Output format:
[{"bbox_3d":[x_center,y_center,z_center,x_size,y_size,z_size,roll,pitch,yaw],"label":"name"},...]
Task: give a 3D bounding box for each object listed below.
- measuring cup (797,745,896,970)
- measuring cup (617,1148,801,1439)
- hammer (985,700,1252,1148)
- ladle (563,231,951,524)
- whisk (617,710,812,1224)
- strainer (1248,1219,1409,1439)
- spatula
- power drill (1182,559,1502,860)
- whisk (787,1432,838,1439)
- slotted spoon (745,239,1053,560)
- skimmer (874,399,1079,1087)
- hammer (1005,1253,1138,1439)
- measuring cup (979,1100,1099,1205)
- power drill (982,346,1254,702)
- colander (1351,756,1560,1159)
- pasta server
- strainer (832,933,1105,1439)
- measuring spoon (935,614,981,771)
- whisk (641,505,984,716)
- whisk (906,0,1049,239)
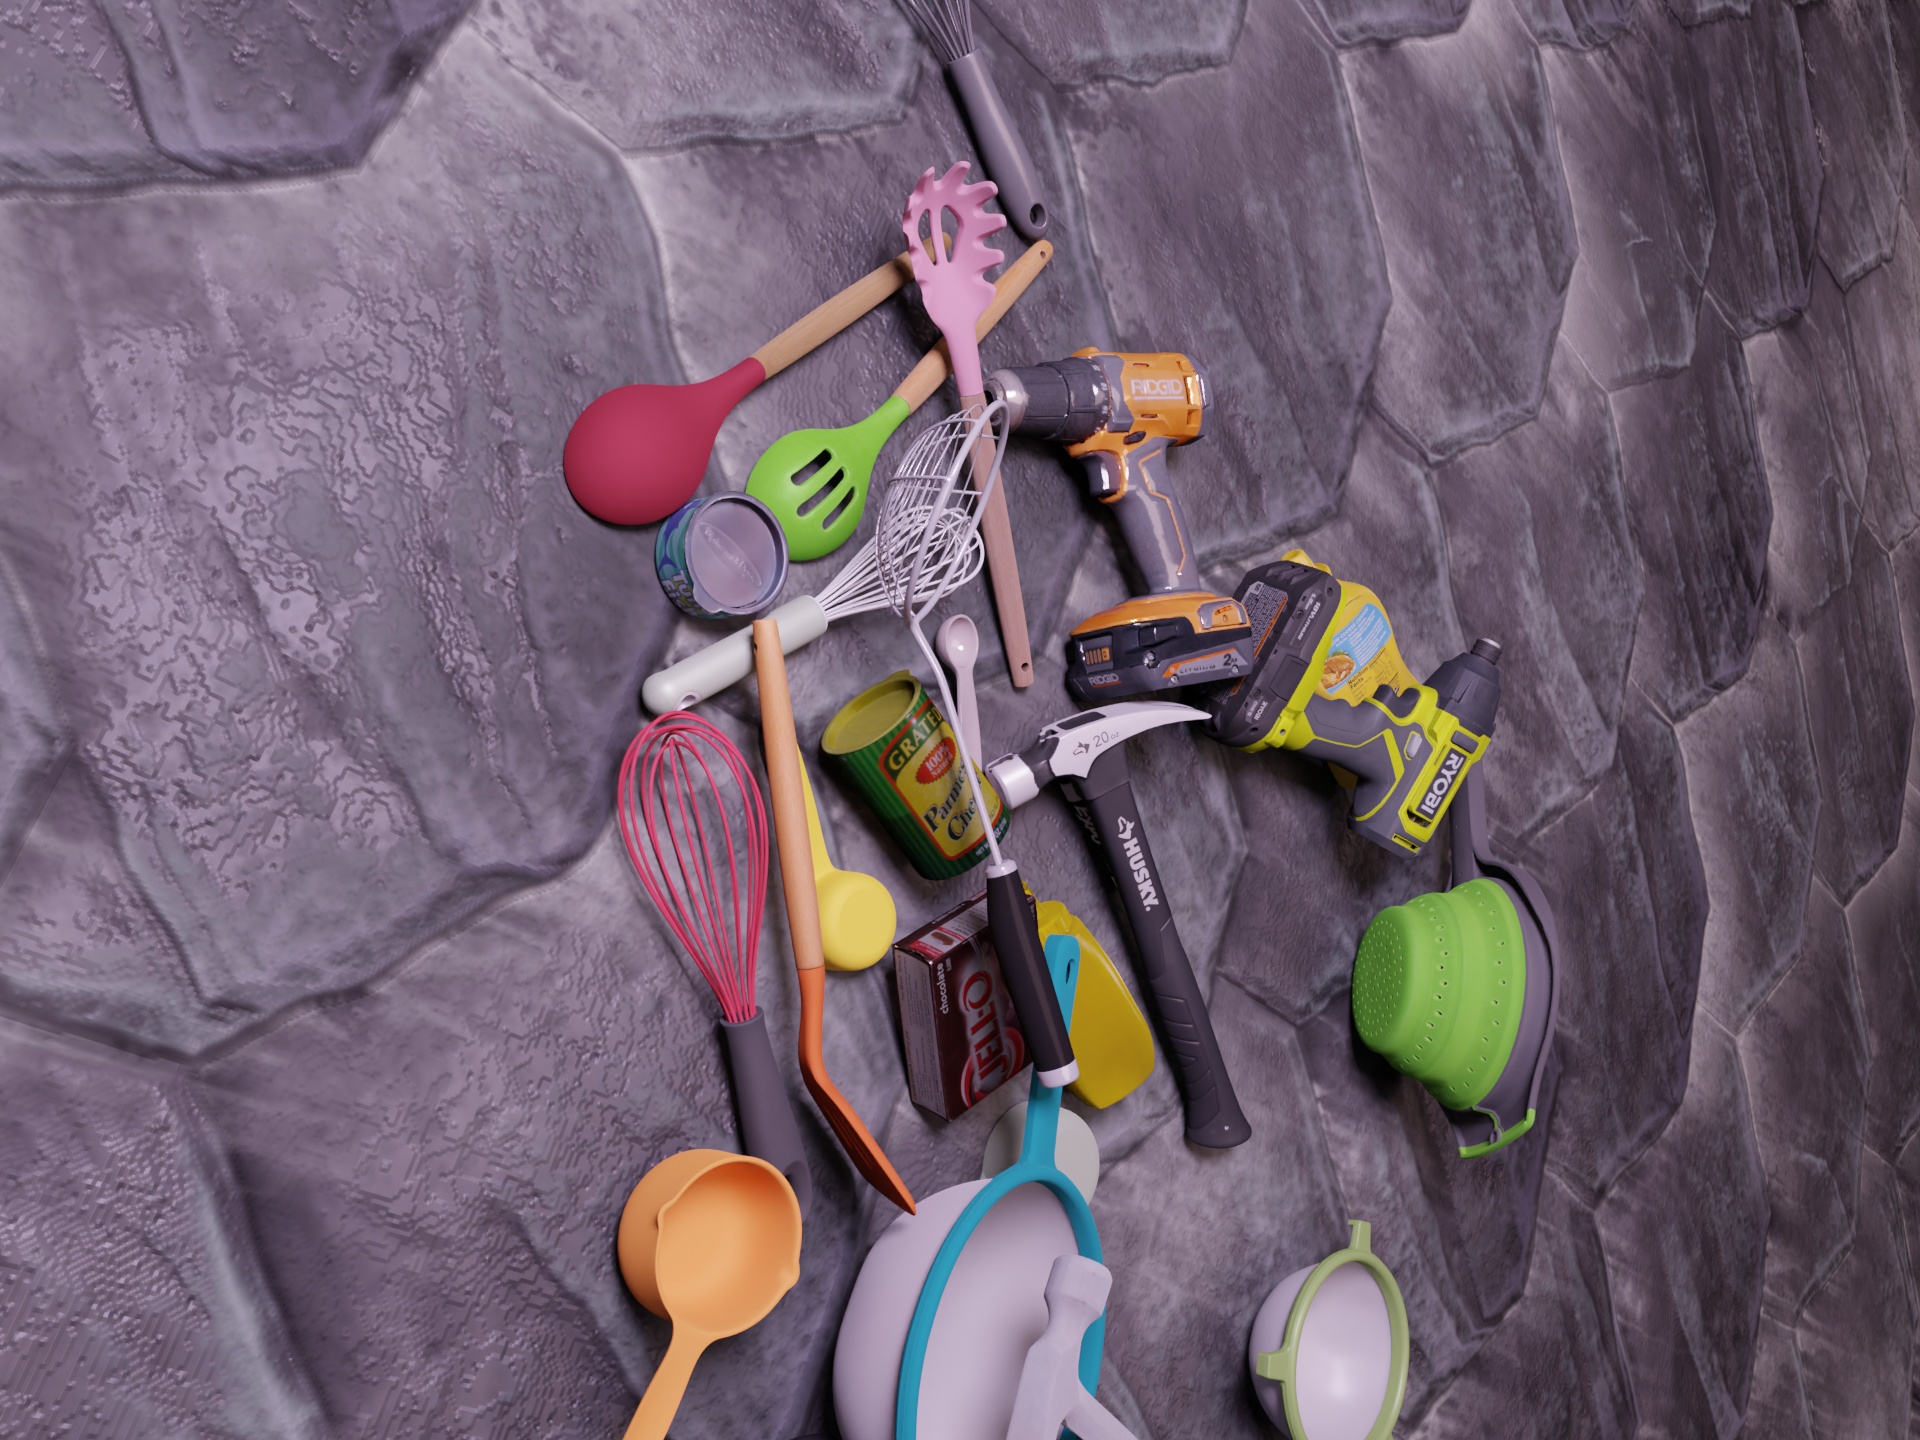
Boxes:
[{"bbox_3d":[-0.076,0.068,0.887,0.062,0.029,0.156,-29,109,-39],"label":"measuring cup"},{"bbox_3d":[-0.147,0.299,0.796,0.095,0.052,0.174,39,64,-33],"label":"measuring cup"},{"bbox_3d":[0.135,0.143,1.049,0.146,0.035,0.334,-26,110,-15],"label":"hammer"},{"bbox_3d":[-0.098,-0.207,0.892,0.315,0.031,0.069,-46,111,-36],"label":"ladle"},{"bbox_3d":[-0.118,0.137,0.832,0.073,0.073,0.295,-23,109,-41],"label":"whisk"},{"bbox_3d":[0.272,0.496,1.147,0.151,0.069,0.256,-38,112,-39],"label":"strainer"},{"bbox_3d":[-0.075,0.105,0.848,0.041,0.081,0.322,-9,93,-24],"label":"spatula"},{"bbox_3d":[0.284,-0.016,1.139,0.223,0.080,0.171,27,93,-27],"label":"power drill"},{"bbox_3d":[-0.164,0.406,0.773,0.284,0.070,0.070,-1,88,-46],"label":"whisk"},{"bbox_3d":[-0.024,-0.206,0.958,0.070,0.031,0.314,55,53,-25],"label":"slotted spoon"},{"bbox_3d":[0.032,0.015,0.857,0.127,0.090,0.363,-22,95,-80],"label":"skimmer"},{"bbox_3d":[0.122,0.472,0.967,0.405,0.035,0.144,56,46,-42],"label":"hammer"},{"bbox_3d":[0.060,0.321,0.987,0.083,0.038,0.167,-10,92,-42],"label":"measuring cup"},{"bbox_3d":[0.099,-0.129,1.031,0.185,0.084,0.226,-9,89,-40],"label":"power drill"},{"bbox_3d":[0.365,0.131,1.240,0.094,0.204,0.397,11,59,-7],"label":"colander"},{"bbox_3d":[0.014,-0.168,0.956,0.060,0.040,0.316,-17,109,-18],"label":"pasta server"},{"bbox_3d":[0.004,0.287,0.899,0.210,0.095,0.340,32,63,-53],"label":"strainer"},{"bbox_3d":[-0.002,-0.003,0.975,0.034,0.018,0.124,-17,105,-54],"label":"measuring spoon"},{"bbox_3d":[-0.078,-0.063,0.891,0.246,0.057,0.059,-32,74,-36],"label":"whisk"},{"bbox_3d":[0.004,-0.412,0.986,0.055,0.055,0.238,-45,120,-34],"label":"whisk"}]
